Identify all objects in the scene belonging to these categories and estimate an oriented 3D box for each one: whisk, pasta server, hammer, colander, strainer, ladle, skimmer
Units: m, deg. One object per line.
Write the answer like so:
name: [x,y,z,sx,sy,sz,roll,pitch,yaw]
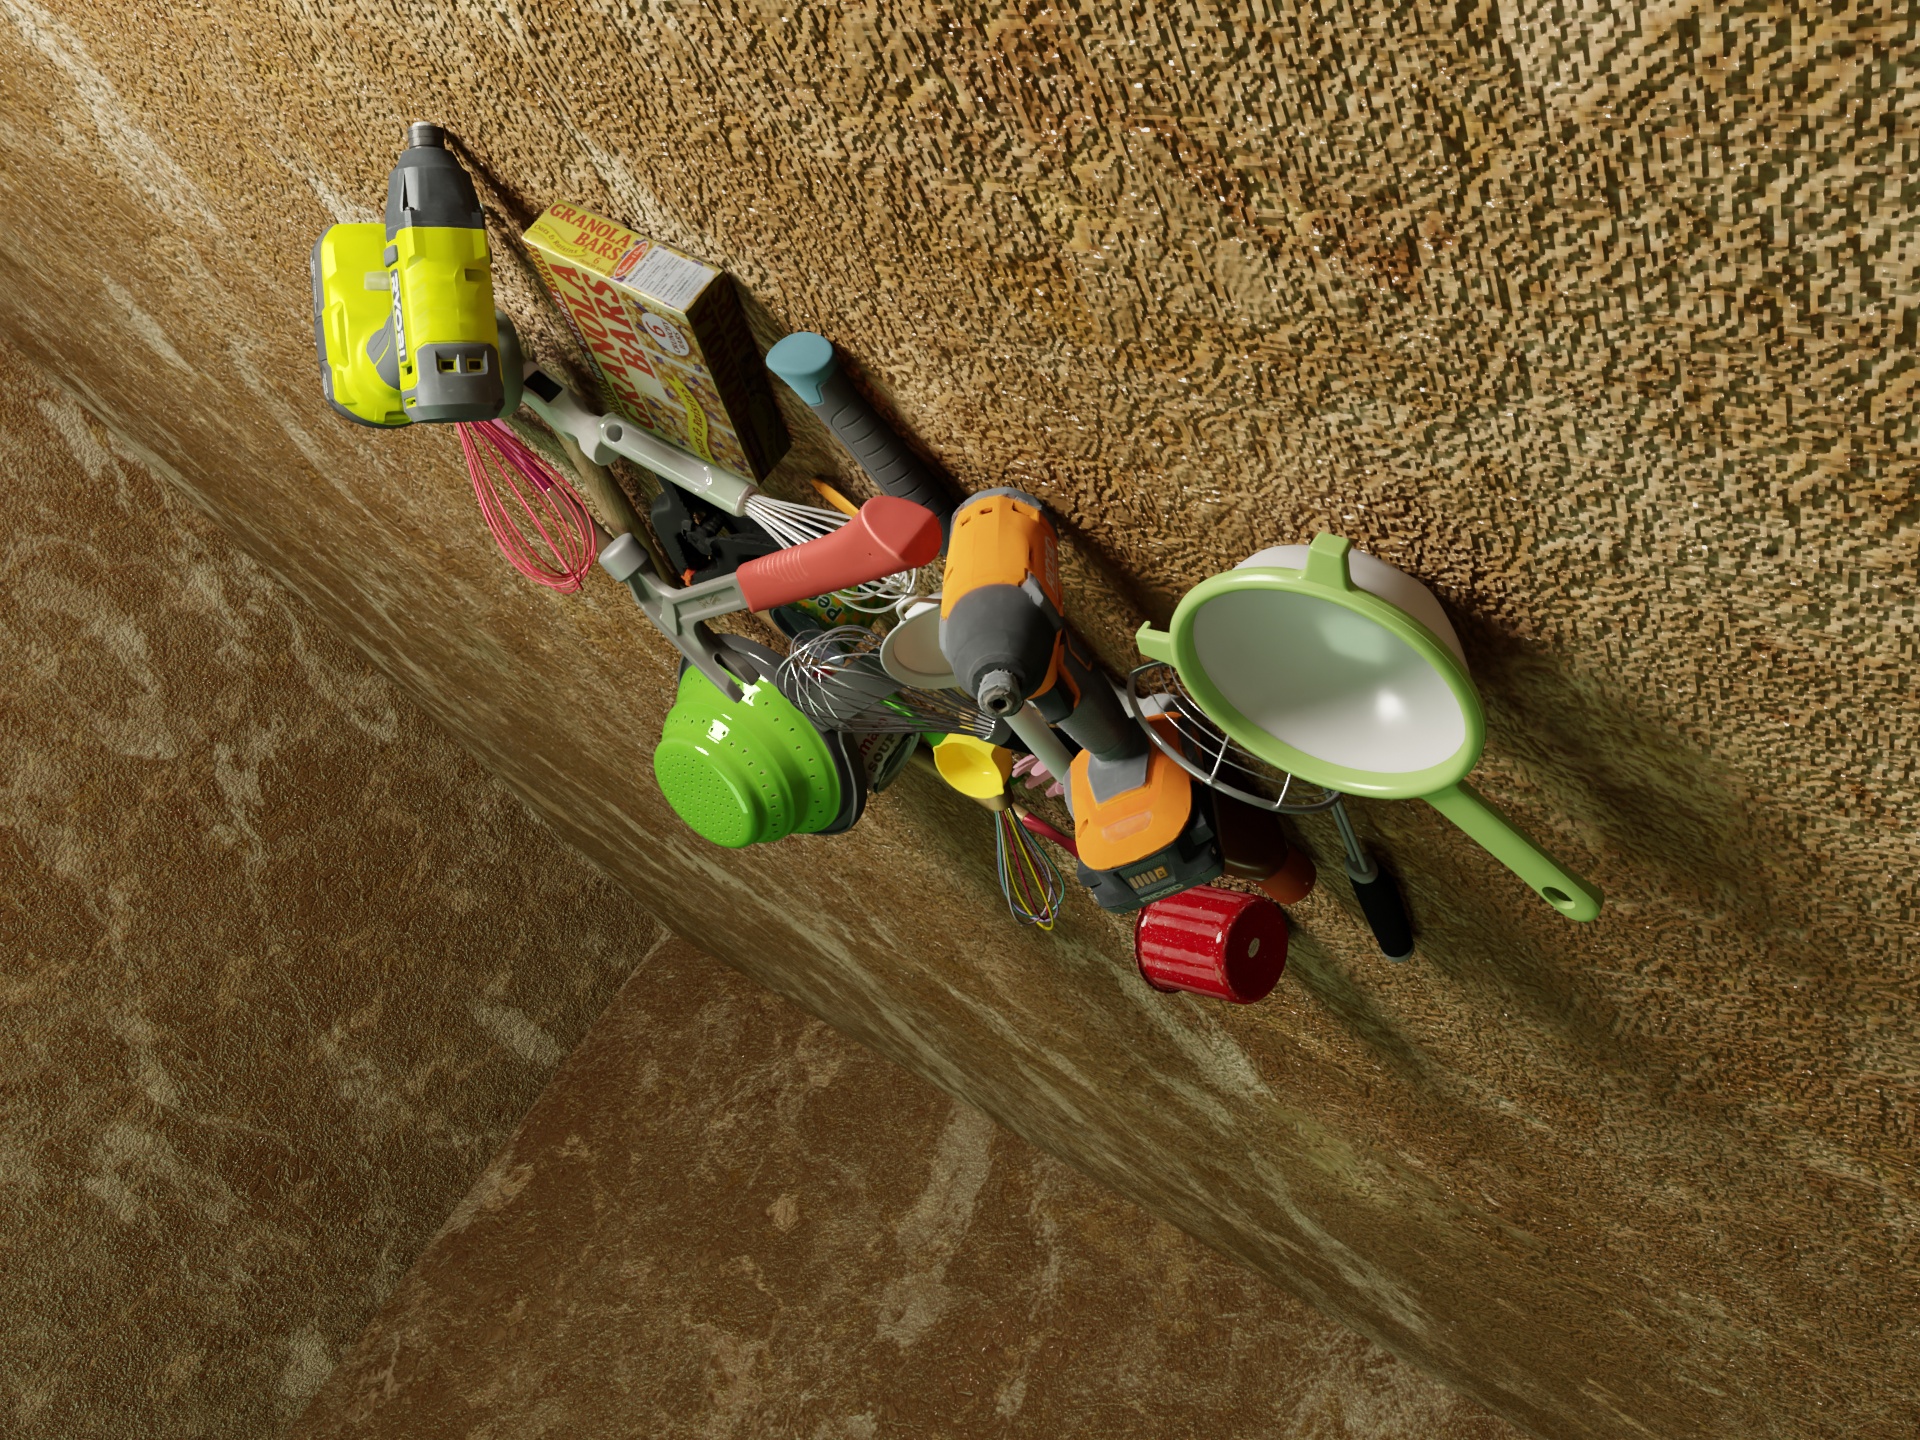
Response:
whisk: [0.041,0.081,1.268,0.047,0.051,0.244,-101,-6,-52]
pasta server: [0.145,0.116,1.234,0.060,0.040,0.315,19,157,52]
whisk: [-0.135,-0.141,1.047,0.246,0.058,0.059,29,-165,9]
hammer: [-0.114,-0.083,1.026,0.149,0.037,0.359,48,154,-21]
whisk: [-0.002,-0.003,1.043,0.284,0.070,0.070,18,177,-41]
hammer: [0.005,-0.101,0.948,0.128,0.033,0.330,8,147,53]
whisk: [-0.364,-0.221,1.187,0.296,0.073,0.073,56,161,-1]
colander: [-0.139,0.014,1.245,0.204,0.094,0.397,52,143,-8]
strainer: [0.024,-0.018,1.000,0.258,0.087,0.050,48,-157,-46]
ladle: [0.035,0.069,1.339,0.316,0.031,0.069,29,160,24]
strainer: [0.218,-0.003,0.747,0.256,0.069,0.151,38,153,-13]
hammer: [-0.277,-0.173,1.257,0.130,0.031,0.331,40,167,18]
skimmer: [0.200,0.074,0.942,0.127,0.090,0.362,57,-178,42]

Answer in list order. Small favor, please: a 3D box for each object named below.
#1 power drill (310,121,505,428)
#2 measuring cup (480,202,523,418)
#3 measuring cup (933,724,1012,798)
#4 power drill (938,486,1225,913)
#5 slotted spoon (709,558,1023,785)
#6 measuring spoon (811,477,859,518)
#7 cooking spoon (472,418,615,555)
power drill: [-0.351,-0.270,1.012,0.223,0.080,0.171,8,104,58]
measuring cup: [-0.309,-0.271,1.052,0.083,0.038,0.167,64,147,29]
measuring cup: [0.027,0.000,1.148,0.062,0.029,0.156,33,140,4]
power drill: [0.063,0.000,0.869,0.084,0.164,0.226,-24,122,20]
slotted spoon: [-0.084,-0.035,1.288,0.314,0.031,0.070,36,164,3]
measuring spoon: [-0.070,-0.128,0.994,0.021,0.011,0.117,53,174,-39]
cooking spoon: [-0.308,-0.165,1.263,0.319,0.017,0.068,45,168,1]
